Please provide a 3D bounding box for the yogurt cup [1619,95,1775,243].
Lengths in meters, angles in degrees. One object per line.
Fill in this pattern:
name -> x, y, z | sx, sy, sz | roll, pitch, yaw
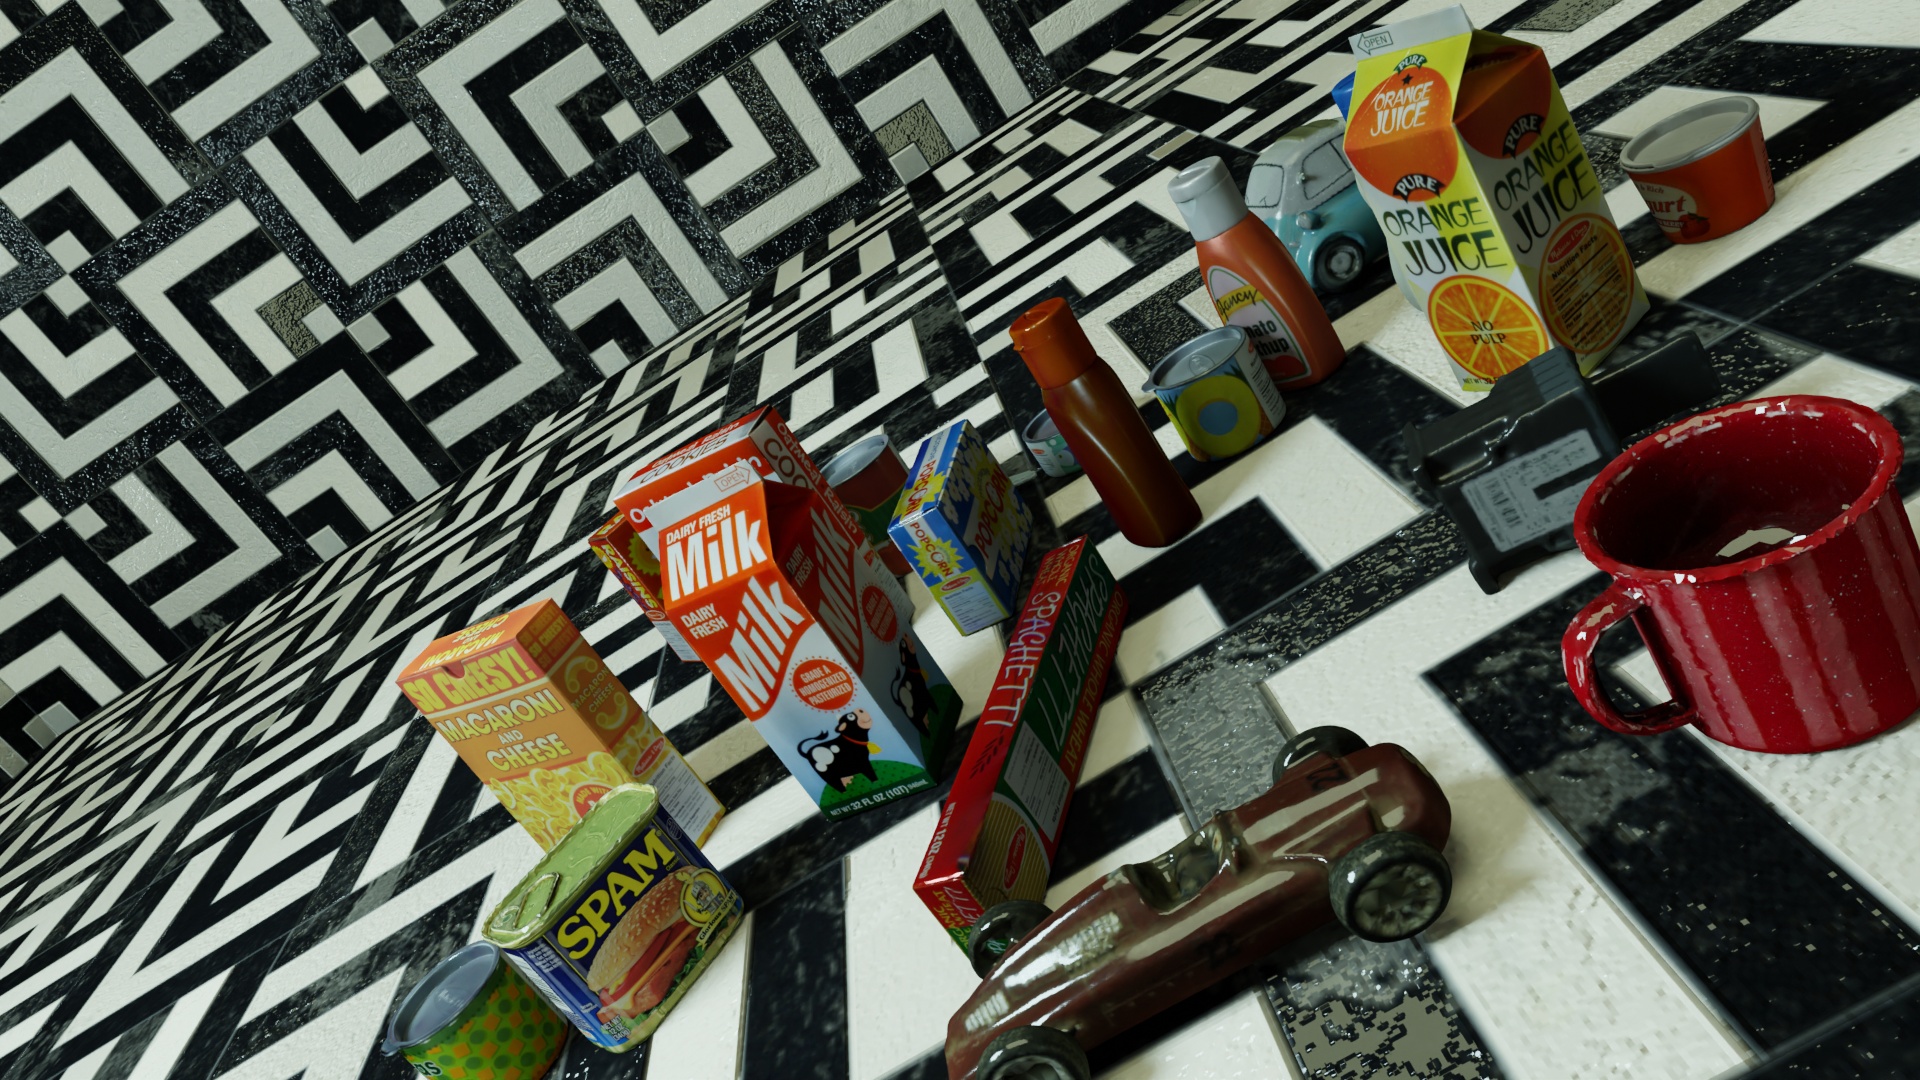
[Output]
yogurt cup -> 0.393, -0.194, 0.736 | 0.072, 0.054, 0.073 | -29, 21, 13

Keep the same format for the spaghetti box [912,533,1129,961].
spaghetti box -> 0.037, 0.086, 0.653 | 0.028, 0.050, 0.251 | -22, 24, 29

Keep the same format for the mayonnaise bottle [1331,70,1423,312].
mayonnaise bottle -> 0.268, -0.210, 0.822 | 0.065, 0.147, 0.041 | -32, 20, 5

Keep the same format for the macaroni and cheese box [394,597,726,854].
macaroni and cheese box -> -0.234, 0.120, 0.812 | 0.123, 0.166, 0.040 | -19, 26, 36

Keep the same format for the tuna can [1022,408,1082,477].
tuna can -> 0.081, -0.077, 0.969 | 0.071, 0.032, 0.071 | -29, 21, 13

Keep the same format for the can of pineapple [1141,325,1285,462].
can of pineapple -> 0.155, -0.089, 0.850 | 0.071, 0.057, 0.071 | -29, 21, 13

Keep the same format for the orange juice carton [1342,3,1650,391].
orange juice carton -> 0.259, -0.172, 0.688 | 0.073, 0.192, 0.072 | -41, 22, -19

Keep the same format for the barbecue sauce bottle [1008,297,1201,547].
barbecue sauce bottle -> 0.079, -0.066, 0.784 | 0.044, 0.148, 0.065 | -38, 21, -9

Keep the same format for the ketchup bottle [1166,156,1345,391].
ketchup bottle -> 0.177, -0.162, 0.850 | 0.044, 0.148, 0.064 | -44, 23, -25

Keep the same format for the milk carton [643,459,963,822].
milk carton -> -0.082, 0.046, 0.717 | 0.072, 0.190, 0.074 | -24, 23, 25

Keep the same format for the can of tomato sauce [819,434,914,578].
can of tomato sauce -> -0.058, -0.021, 0.981 | 0.071, 0.083, 0.071 | -29, 21, 13

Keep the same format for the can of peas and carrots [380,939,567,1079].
can of peas and carrots -> -0.243, 0.248, 0.698 | 0.071, 0.058, 0.071 | -29, 21, 13

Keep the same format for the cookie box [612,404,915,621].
cookie box -> -0.126, 0.008, 0.898 | 0.122, 0.167, 0.040 | -22, 24, 30

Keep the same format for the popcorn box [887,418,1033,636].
popcorn box -> 0.003, -0.011, 0.865 | 0.038, 0.085, 0.127 | -26, 22, 22

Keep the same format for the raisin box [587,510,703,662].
raisin box -> -0.211, 0.019, 1.062 | 0.086, 0.123, 0.040 | -46, 24, -29
